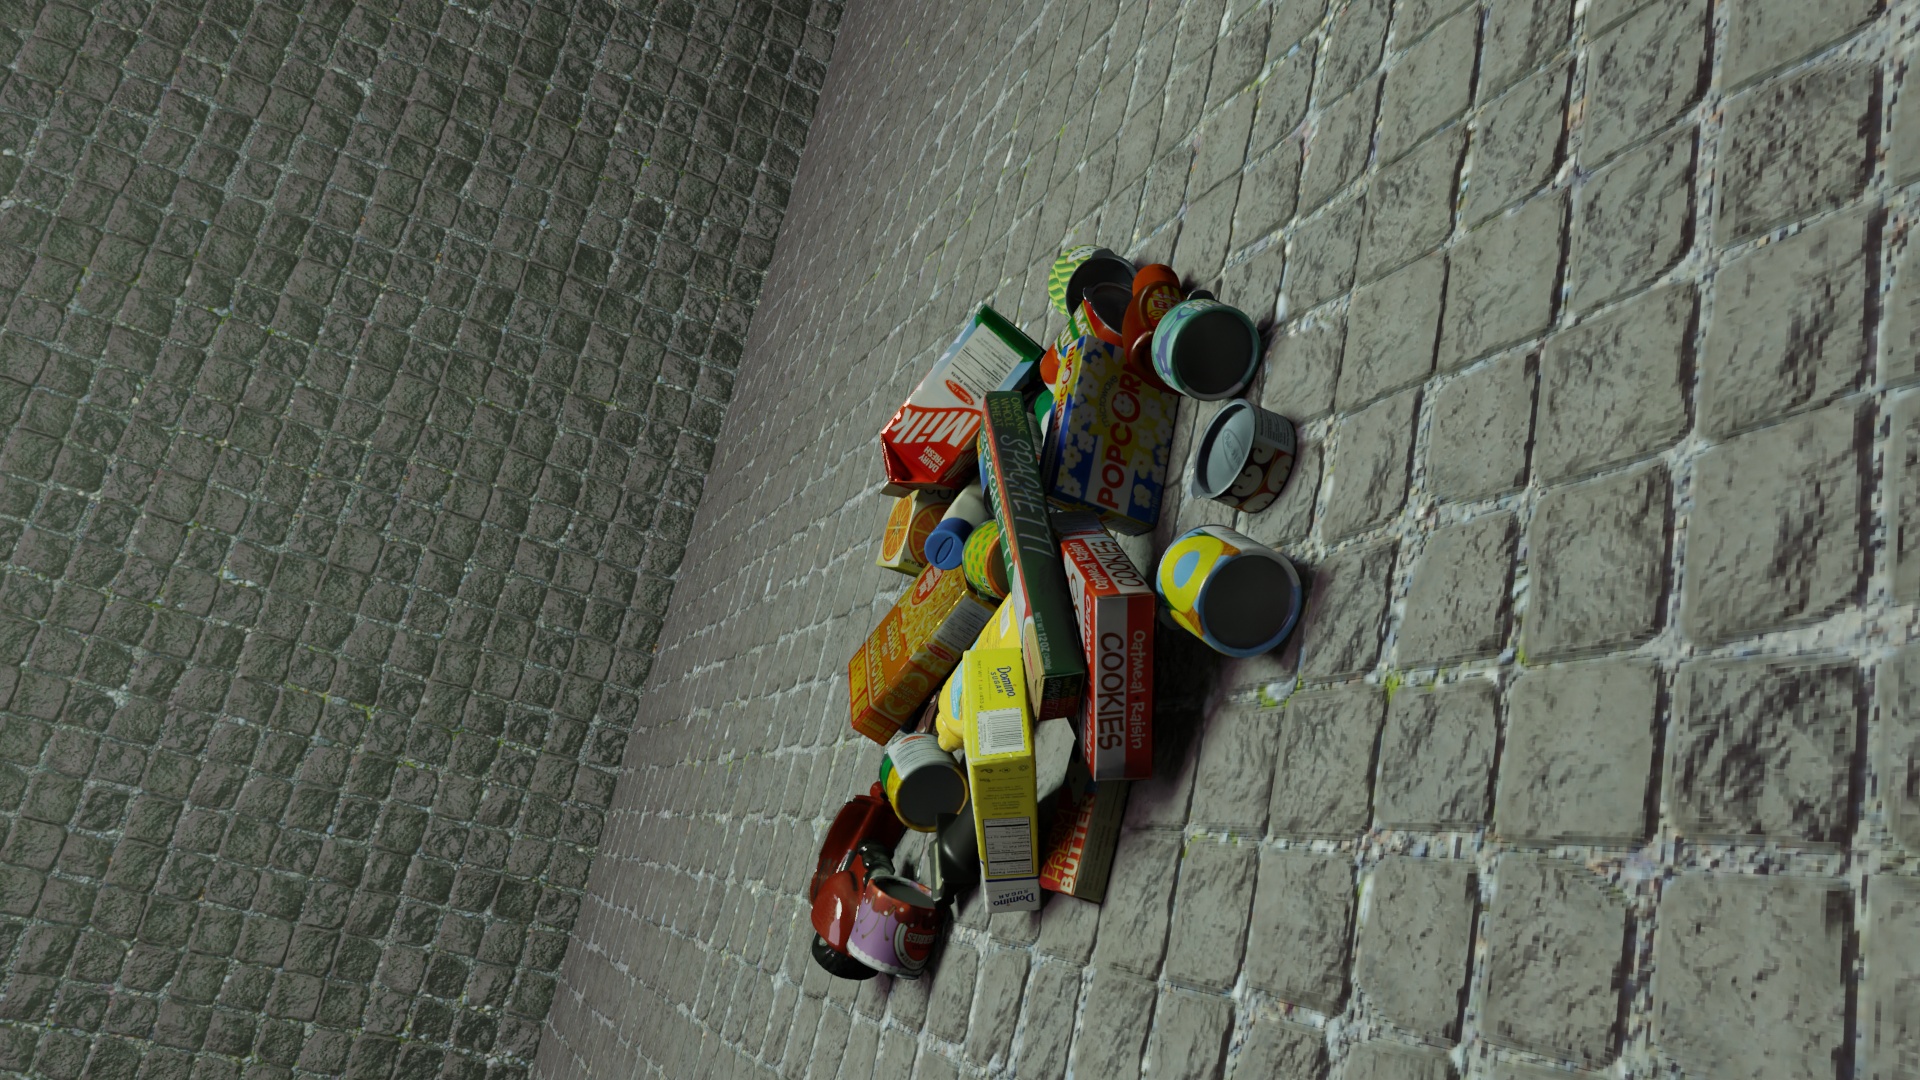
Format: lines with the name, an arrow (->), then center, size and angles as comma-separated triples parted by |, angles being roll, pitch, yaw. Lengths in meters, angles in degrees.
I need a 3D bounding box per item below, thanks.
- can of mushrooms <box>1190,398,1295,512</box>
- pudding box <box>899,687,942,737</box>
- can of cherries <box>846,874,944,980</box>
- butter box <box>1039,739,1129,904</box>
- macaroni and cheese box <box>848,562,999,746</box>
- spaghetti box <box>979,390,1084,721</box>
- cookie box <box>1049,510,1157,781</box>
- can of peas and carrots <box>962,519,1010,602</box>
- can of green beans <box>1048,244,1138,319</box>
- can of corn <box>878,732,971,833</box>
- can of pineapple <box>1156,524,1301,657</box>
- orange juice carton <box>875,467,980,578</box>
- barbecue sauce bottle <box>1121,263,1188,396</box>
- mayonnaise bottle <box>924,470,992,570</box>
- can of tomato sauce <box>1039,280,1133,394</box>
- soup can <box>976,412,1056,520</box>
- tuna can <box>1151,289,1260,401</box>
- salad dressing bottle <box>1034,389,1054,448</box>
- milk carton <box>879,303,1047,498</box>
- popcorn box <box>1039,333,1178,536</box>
can of mushrooms -> 0.176, -0.051, 0.870 | 0.070, 0.033, 0.071 | -53, 26, 41
pudding box -> -0.027, 0.157, 1.246 | 0.083, 0.030, 0.049 | 5, 76, 71
can of cherries -> -0.049, 0.307, 1.108 | 0.058, 0.071, 0.071 | -71, 19, 2
butter box -> 0.084, 0.184, 0.917 | 0.053, 0.024, 0.103 | -13, 60, 68
macaroni and cheese box -> -0.036, 0.088, 1.253 | 0.166, 0.040, 0.124 | -51, 19, 15
spaghetti box -> 0.045, 0.002, 0.929 | 0.049, 0.029, 0.251 | 95, 169, -50
cookie box -> 0.089, 0.063, 0.905 | 0.168, 0.040, 0.122 | -112, 19, -71
can of peas and carrots -> 0.041, 0.019, 1.131 | 0.058, 0.071, 0.071 | 11, 83, 71
can of green beans -> 0.111, -0.209, 1.153 | 0.071, 0.071, 0.058 | -66, 19, 15
can of corn -> -0.029, 0.203, 1.153 | 0.071, 0.071, 0.058 | -68, 19, 8
can of pineapple -> 0.154, 0.030, 0.802 | 0.071, 0.071, 0.058 | -69, 19, 7
orange juice carton -> -0.014, -0.056, 1.347 | 0.073, 0.072, 0.193 | -4, 69, 69
barbecue sauce bottle -> 0.148, -0.159, 1.015 | 0.043, 0.065, 0.149 | -59, 14, 29
mayonnaise bottle -> 0.004, -0.015, 1.222 | 0.064, 0.041, 0.149 | -61, -3, 23
can of tomato sauce -> 0.109, -0.153, 1.100 | 0.082, 0.071, 0.071 | -54, 25, 42
soup can -> 0.048, -0.060, 1.187 | 0.071, 0.071, 0.084 | -59, 22, 32
tuna can -> 0.164, -0.130, 0.925 | 0.071, 0.071, 0.033 | -68, 20, 11
salad dressing bottle -> 0.089, -0.079, 1.127 | 0.148, 0.044, 0.064 | -103, 36, -59
milk carton -> -0.003, -0.112, 1.254 | 0.190, 0.073, 0.072 | -50, -16, 9
popcorn box -> 0.107, -0.076, 1.006 | 0.038, 0.085, 0.127 | -28, 46, 63
